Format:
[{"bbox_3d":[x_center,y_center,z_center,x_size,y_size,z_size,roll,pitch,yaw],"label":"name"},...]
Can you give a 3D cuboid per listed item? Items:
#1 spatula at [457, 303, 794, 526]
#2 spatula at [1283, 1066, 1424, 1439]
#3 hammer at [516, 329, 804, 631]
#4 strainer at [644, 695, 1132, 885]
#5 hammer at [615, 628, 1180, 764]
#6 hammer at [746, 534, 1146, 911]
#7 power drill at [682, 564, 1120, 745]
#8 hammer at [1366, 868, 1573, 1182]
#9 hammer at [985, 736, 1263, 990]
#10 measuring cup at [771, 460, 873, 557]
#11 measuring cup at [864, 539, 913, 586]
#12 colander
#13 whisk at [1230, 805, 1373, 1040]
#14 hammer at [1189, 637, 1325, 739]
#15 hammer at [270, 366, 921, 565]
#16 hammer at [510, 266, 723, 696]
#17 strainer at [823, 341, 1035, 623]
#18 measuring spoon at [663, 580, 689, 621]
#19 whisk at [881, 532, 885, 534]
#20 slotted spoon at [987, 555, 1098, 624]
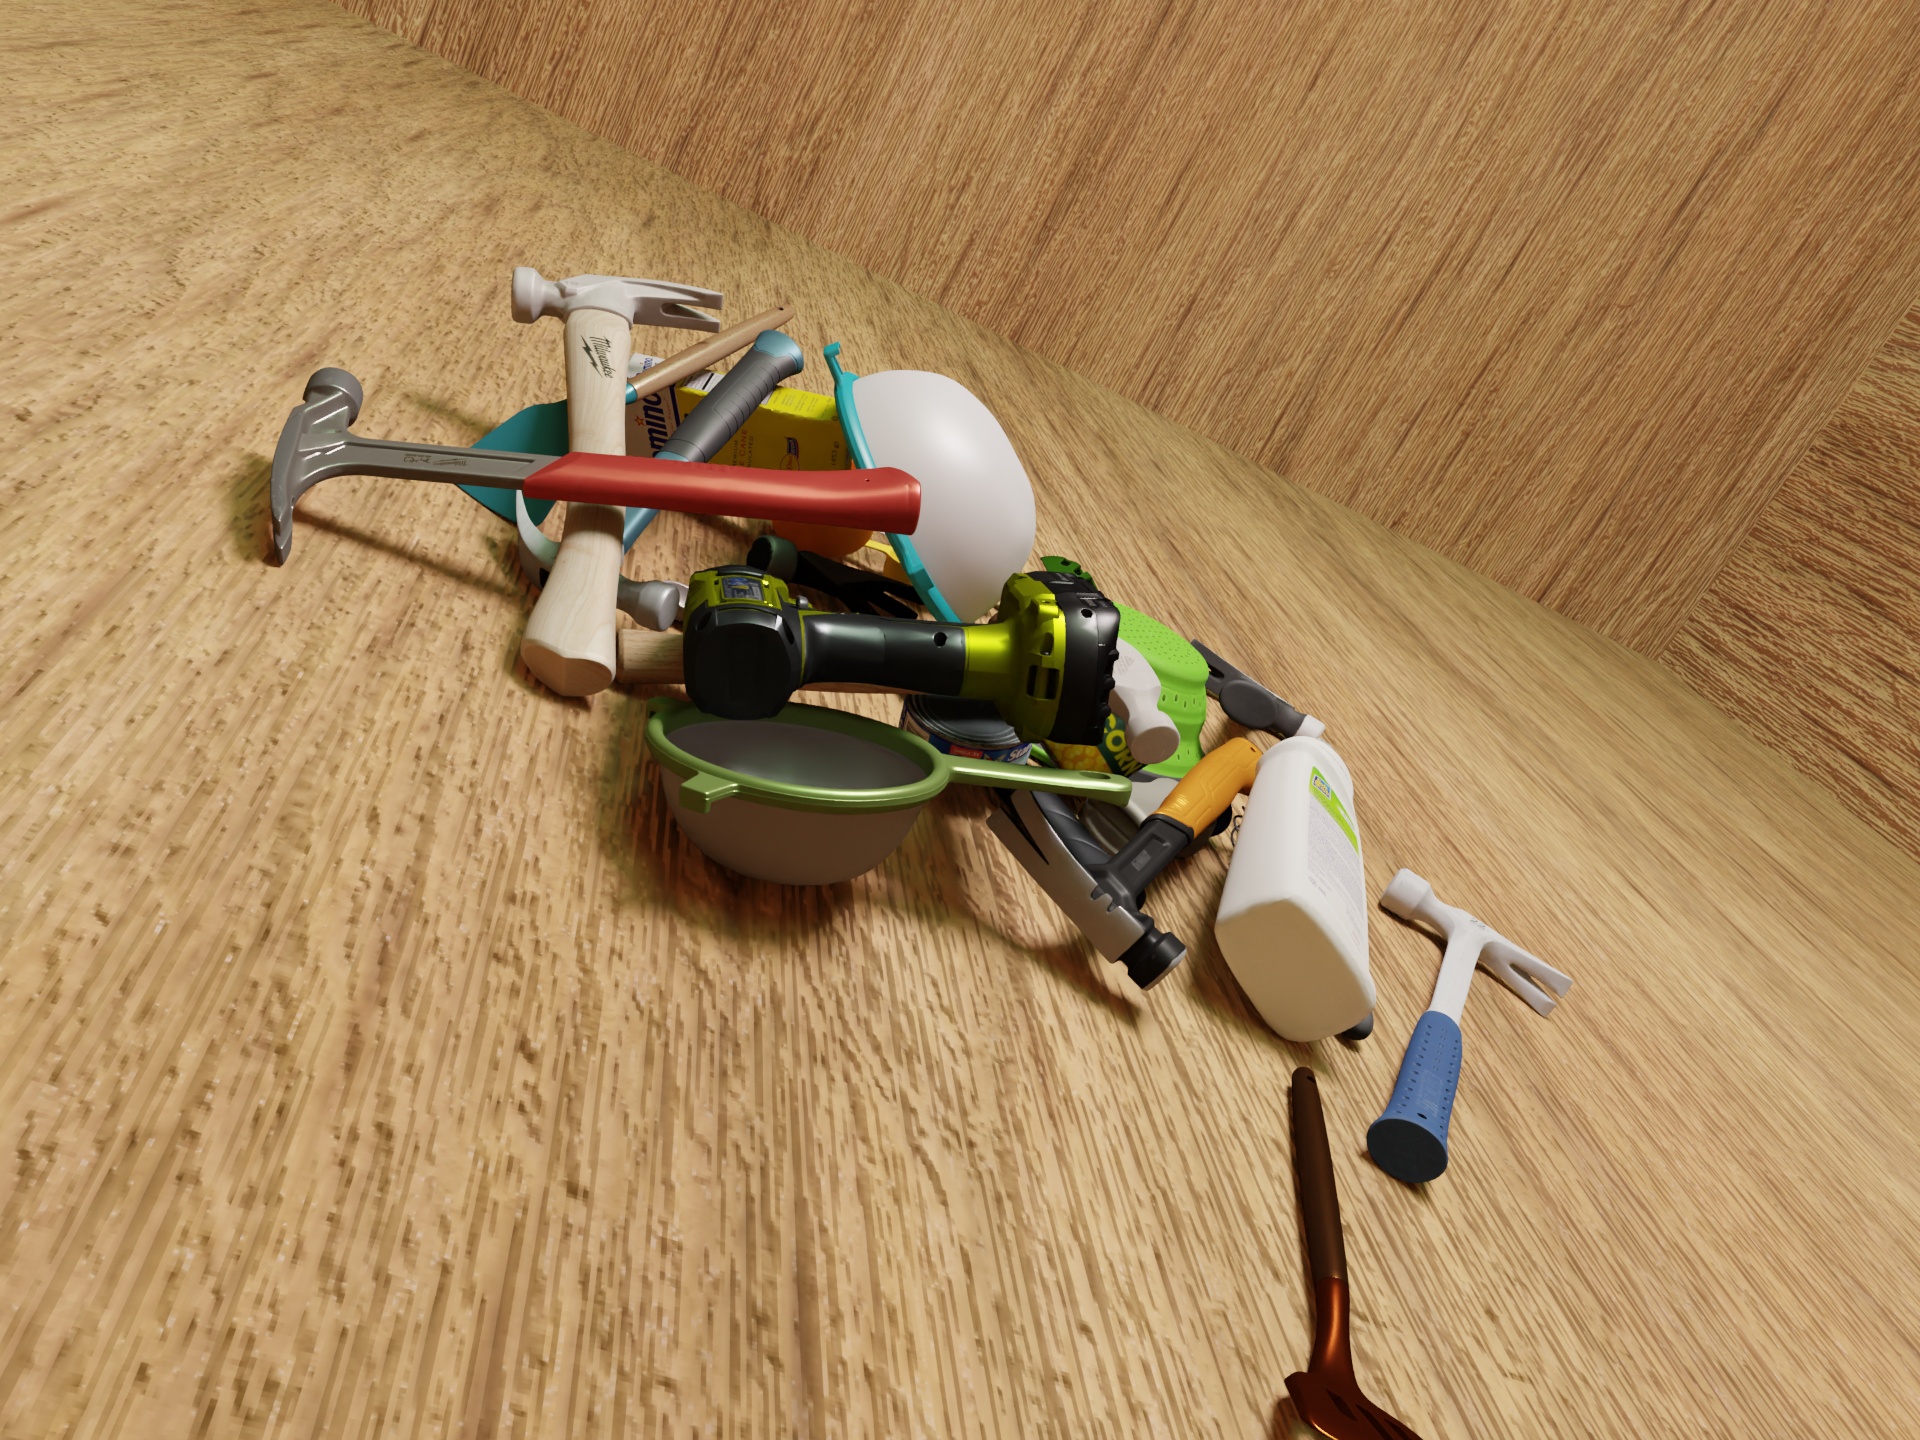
[{"bbox_3d":[-0.221,-0.234,1.134,0.082,0.044,0.317,31,45,17],"label":"spatula"},{"bbox_3d":[0.170,0.234,0.712,0.081,0.041,0.323,28,19,-1],"label":"spatula"},{"bbox_3d":[-0.185,-0.178,1.068,0.128,0.033,0.331,19,43,8],"label":"hammer"},{"bbox_3d":[-0.035,0.047,0.806,0.256,0.069,0.152,7,15,-20],"label":"strainer"},{"bbox_3d":[-0.039,-0.031,0.954,0.331,0.031,0.130,3,36,-17],"label":"hammer"},{"bbox_3d":[-0.002,-0.003,1.075,0.149,0.036,0.409,12,26,-41],"label":"hammer"},{"bbox_3d":[-0.038,-0.045,0.866,0.223,0.080,0.171,4,16,-11],"label":"power drill"},{"bbox_3d":[0.313,0.193,1.011,0.144,0.035,0.405,33,20,13],"label":"hammer"},{"bbox_3d":[0.129,0.057,0.989,0.127,0.034,0.337,47,26,8],"label":"hammer"},{"bbox_3d":[-0.072,-0.178,1.296,0.173,0.052,0.095,-12,46,-26],"label":"measuring cup"},{"bbox_3d":[-0.083,-0.135,1.315,0.156,0.029,0.062,18,21,6],"label":"measuring cup"},{"bbox_3d":[0.136,-0.051,1.284,0.204,0.094,0.397,29,20,2],"label":"colander"},{"bbox_3d":[0.226,0.125,1.046,0.055,0.055,0.239,21,25,-20],"label":"whisk"},{"bbox_3d":[0.238,-0.019,1.331,0.146,0.035,0.334,34,8,10],"label":"hammer"},{"bbox_3d":[-0.200,-0.133,0.914,0.359,0.036,0.149,4,44,-13],"label":"hammer"},{"bbox_3d":[-0.218,-0.165,0.996,0.146,0.038,0.411,2,44,-13],"label":"hammer"},{"bbox_3d":[0.015,-0.159,1.204,0.211,0.095,0.340,69,12,16],"label":"strainer"},{"bbox_3d":[-0.152,-0.045,1.009,0.124,0.018,0.034,45,24,23],"label":"measuring spoon"},{"bbox_3d":[-0.020,-0.157,1.404,0.284,0.070,0.070,36,20,4],"label":"whisk"},{"bbox_3d":[0.068,-0.101,1.315,0.070,0.031,0.314,43,19,4],"label":"slotted spoon"}]
